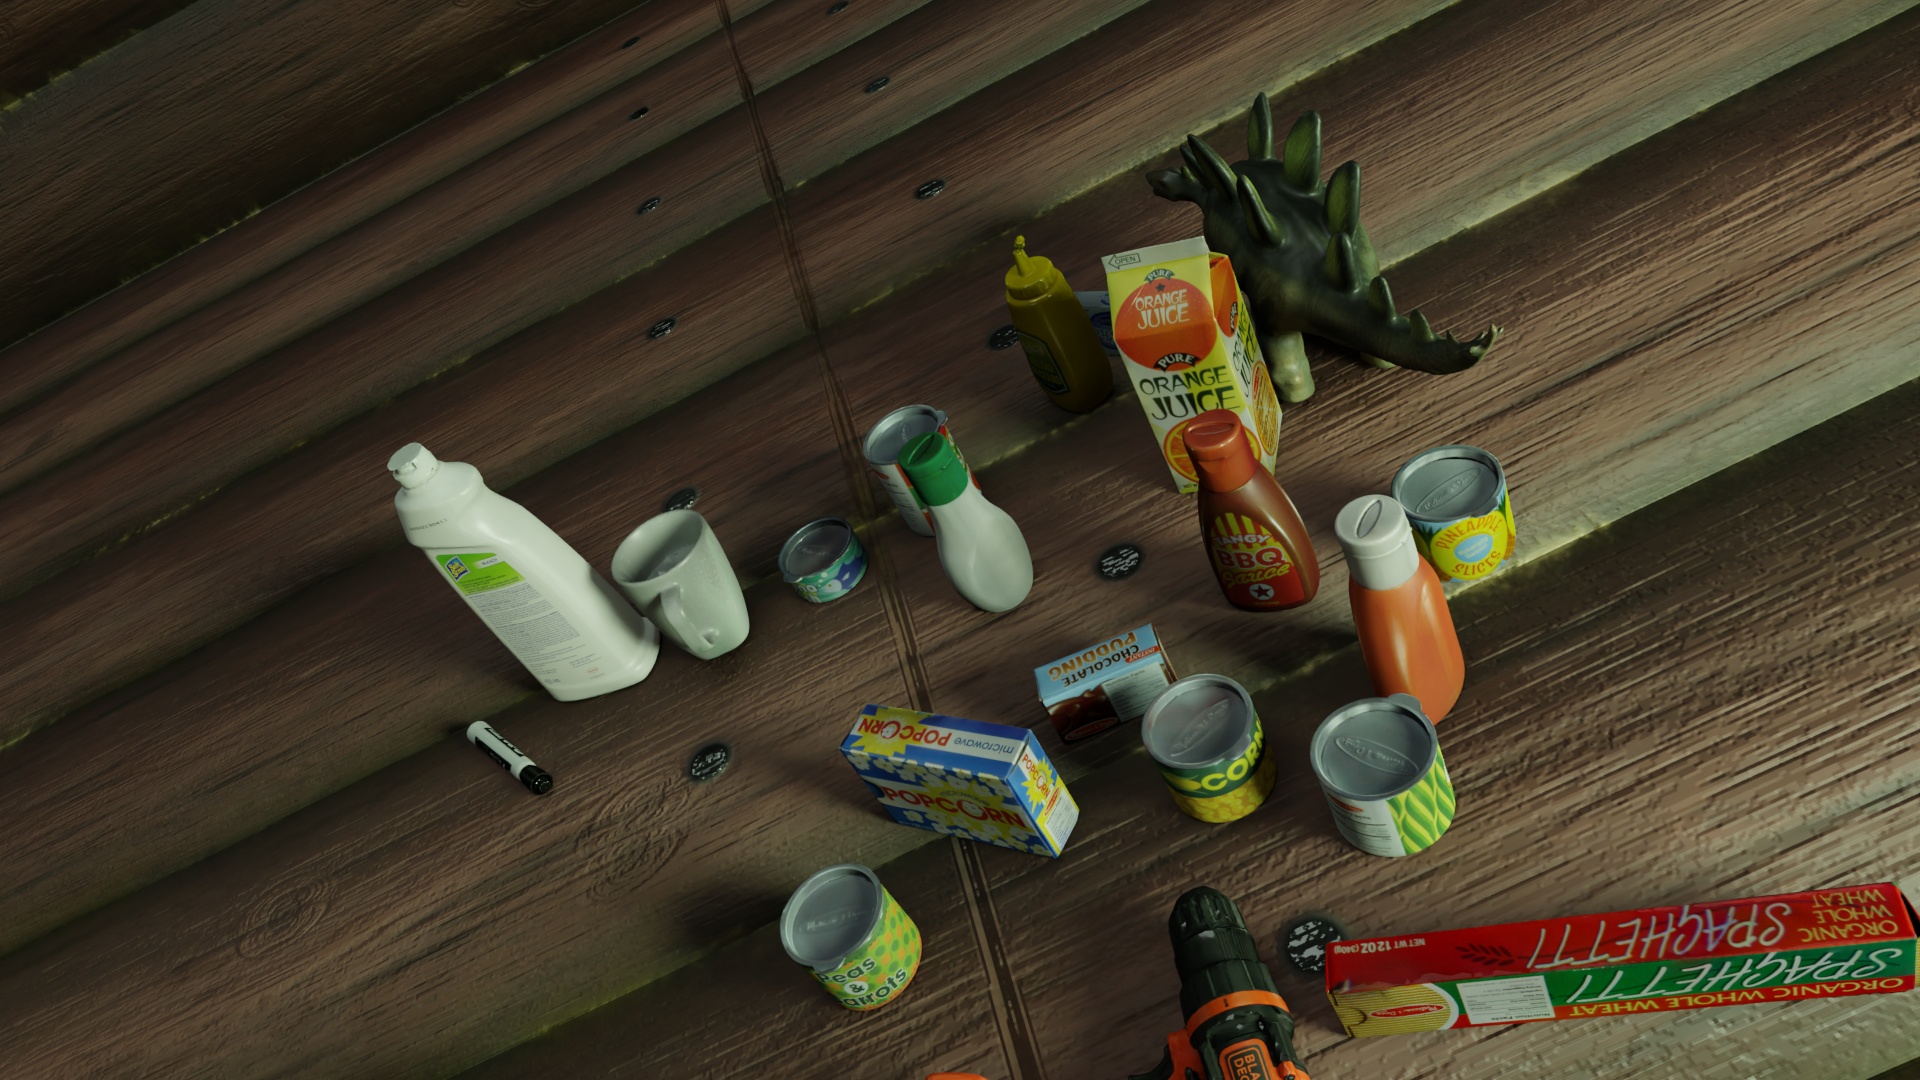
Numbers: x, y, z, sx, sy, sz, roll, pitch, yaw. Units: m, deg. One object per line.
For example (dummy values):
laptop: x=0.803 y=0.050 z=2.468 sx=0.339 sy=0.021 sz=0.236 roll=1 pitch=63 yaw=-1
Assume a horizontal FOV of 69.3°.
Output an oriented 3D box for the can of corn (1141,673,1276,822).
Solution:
can of corn: x=0.147 y=0.123 z=0.808 sx=0.071 sy=0.058 sz=0.071 roll=-17 pitch=40 yaw=16

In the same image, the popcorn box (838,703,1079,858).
popcorn box: x=0.000 y=0.147 z=0.852 sx=0.126 sy=0.085 sz=0.038 roll=4 pitch=50 yaw=35

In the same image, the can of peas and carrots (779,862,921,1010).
can of peas and carrots: x=-0.063 y=0.235 z=0.817 sx=0.071 sy=0.058 sz=0.071 roll=-17 pitch=40 yaw=16

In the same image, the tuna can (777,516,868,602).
tuna can: x=-0.110 y=0.017 z=1.102 sx=0.071 sy=0.032 sz=0.071 roll=-17 pitch=40 yaw=16

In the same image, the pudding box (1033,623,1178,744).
pudding box: x=0.093 y=0.091 z=0.881 sx=0.083 sy=0.049 sz=0.030 roll=-23 pitch=39 yaw=9

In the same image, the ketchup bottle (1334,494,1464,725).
ketchup bottle: x=0.242 y=0.038 z=0.768 sx=0.043 sy=0.148 sz=0.065 roll=9 pitch=53 yaw=38

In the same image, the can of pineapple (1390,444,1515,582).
can of pineapple: x=0.306 y=-0.015 z=0.858 sx=0.071 sy=0.057 sz=0.071 roll=-17 pitch=40 yaw=16

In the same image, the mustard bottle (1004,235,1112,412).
mustard bottle: x=0.069 y=-0.173 z=1.094 sx=0.049 sy=0.159 sz=0.065 roll=-43 pitch=40 yaw=-15

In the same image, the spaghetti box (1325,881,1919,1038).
spaghetti box: x=0.298 y=0.196 z=0.640 sx=0.250 sy=0.050 sz=0.029 roll=-13 pitch=42 yaw=20

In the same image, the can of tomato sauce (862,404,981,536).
can of tomato sauce: x=-0.027 y=-0.055 z=1.088 sx=0.071 sy=0.082 sz=0.071 roll=-17 pitch=40 yaw=16

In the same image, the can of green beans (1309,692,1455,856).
can of green beans: x=0.229 y=0.128 z=0.751 sx=0.071 sy=0.057 sz=0.071 roll=-17 pitch=40 yaw=16

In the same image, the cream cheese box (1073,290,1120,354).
cream cheese box: x=0.137 y=-0.179 z=1.143 sx=0.104 sy=0.053 sz=0.024 roll=6 pitch=51 yaw=36

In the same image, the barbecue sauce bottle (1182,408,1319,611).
barbecue sauce bottle: x=0.177 y=-0.018 z=0.868 sx=0.065 sy=0.148 sz=0.044 roll=-4 pitch=46 yaw=29

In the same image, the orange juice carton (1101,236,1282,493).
orange juice carton: x=0.162 y=-0.127 z=0.961 sx=0.072 sy=0.192 sz=0.073 roll=-7 pitch=44 yaw=26

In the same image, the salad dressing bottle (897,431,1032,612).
salad dressing bottle: x=0.003 y=-0.012 z=0.972 sx=0.044 sy=0.147 sz=0.064 roll=13 pitch=56 yaw=41
